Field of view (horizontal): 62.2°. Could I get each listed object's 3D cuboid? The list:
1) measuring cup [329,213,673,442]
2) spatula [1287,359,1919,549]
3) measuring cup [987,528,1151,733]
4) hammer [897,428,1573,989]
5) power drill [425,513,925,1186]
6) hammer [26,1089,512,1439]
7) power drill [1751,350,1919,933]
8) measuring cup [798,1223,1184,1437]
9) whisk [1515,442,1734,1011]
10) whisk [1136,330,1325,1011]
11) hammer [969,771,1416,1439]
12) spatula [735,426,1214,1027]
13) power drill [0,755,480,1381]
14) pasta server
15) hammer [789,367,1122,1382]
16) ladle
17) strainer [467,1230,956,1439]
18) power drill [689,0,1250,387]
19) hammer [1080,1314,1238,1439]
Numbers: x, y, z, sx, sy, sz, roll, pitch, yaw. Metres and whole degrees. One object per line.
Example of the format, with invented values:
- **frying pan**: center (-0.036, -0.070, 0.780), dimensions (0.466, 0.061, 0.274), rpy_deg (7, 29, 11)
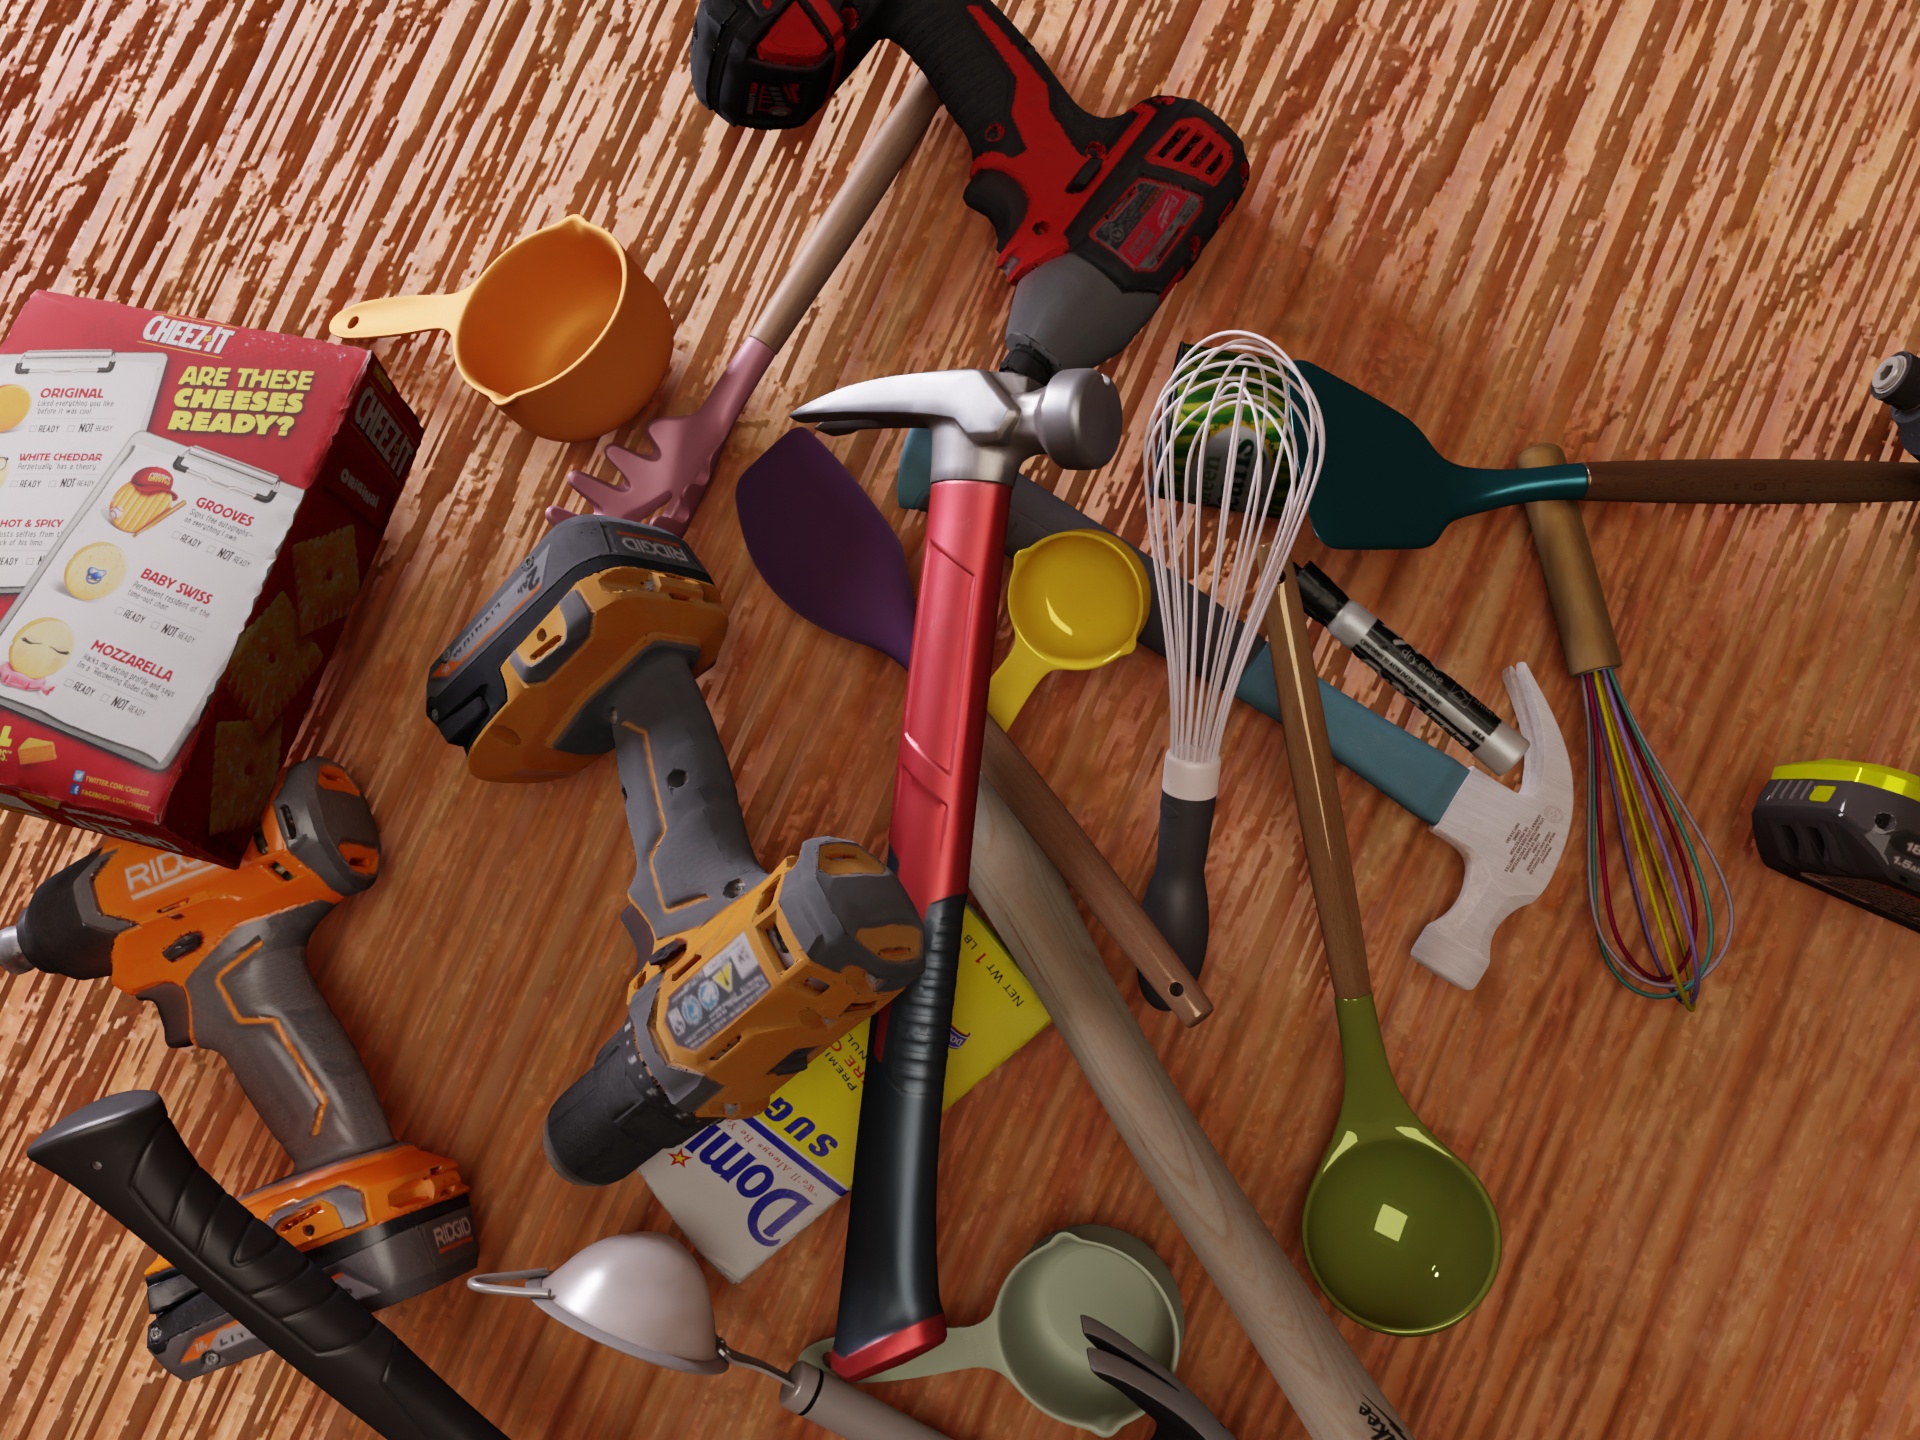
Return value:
- **measuring cup**: center (-0.204, -0.167, 0.708), dimensions (0.174, 0.052, 0.095), rpy_deg (5, 70, 29)
- **spatula**: center (0.284, -0.102, 0.652), dimensions (0.317, 0.044, 0.082), rpy_deg (-1, 69, -7)
- **measuring cup**: center (0.024, -0.015, 0.673), dimensions (0.062, 0.029, 0.156), rpy_deg (40, 116, 8)
- **hammer**: center (0.111, -0.029, 0.682), dimensions (0.331, 0.033, 0.128), rpy_deg (34, 88, 5)
- **power drill**: center (-0.132, 0.056, 0.632), dimensions (0.185, 0.084, 0.226), rpy_deg (-42, 65, 24)
- **hammer**: center (-0.212, 0.263, 0.602), dimensions (0.146, 0.035, 0.334), rpy_deg (-43, 101, 6)
- **power drill**: center (0.414, -0.029, 0.634), dimensions (0.171, 0.080, 0.223), rpy_deg (22, 85, -7)
- **measuring cup**: center (0.013, 0.255, 0.667), dimensions (0.167, 0.038, 0.083), rpy_deg (-14, 87, 18)
- **whisk**: center (0.273, 0.001, 0.671), dimensions (0.047, 0.051, 0.245), rpy_deg (-5, 78, -33)
- **whisk**: center (0.094, -0.009, 0.629), dimensions (0.070, 0.070, 0.284), rpy_deg (5, 112, 4)
- **hammer**: center (0.094, 0.190, 0.586), dimensions (0.038, 0.146, 0.411), rpy_deg (-45, 66, 27)
- **spatula**: center (-0.001, -0.002, 0.654), dimensions (0.060, 0.018, 0.316), rpy_deg (-42, 67, 9)
- **power drill**: center (-0.308, 0.147, 0.668), dimensions (0.164, 0.084, 0.226), rpy_deg (-21, 80, 2)
- **pasta server**: center (-0.077, -0.192, 0.704), dimensions (0.060, 0.040, 0.316), rpy_deg (30, 85, 34)
- **hammer**: center (-0.025, 0.055, 0.625), dimensions (0.143, 0.038, 0.386), rpy_deg (4, 86, 34)
- **ladle**: center (0.153, 0.086, 0.634), dimensions (0.078, 0.062, 0.320), rpy_deg (-11, 94, 8)
- **strainer**: center (-0.070, 0.261, 0.637), dimensions (0.258, 0.087, 0.050), rpy_deg (33, 79, -14)
- **power drill**: center (0.001, -0.245, 0.668), dimensions (0.219, 0.078, 0.143), rpy_deg (37, 80, -7)
- **hammer**: center (-0.031, 0.376, 0.630), dimensions (0.337, 0.034, 0.127), rpy_deg (-40, 104, 7)
